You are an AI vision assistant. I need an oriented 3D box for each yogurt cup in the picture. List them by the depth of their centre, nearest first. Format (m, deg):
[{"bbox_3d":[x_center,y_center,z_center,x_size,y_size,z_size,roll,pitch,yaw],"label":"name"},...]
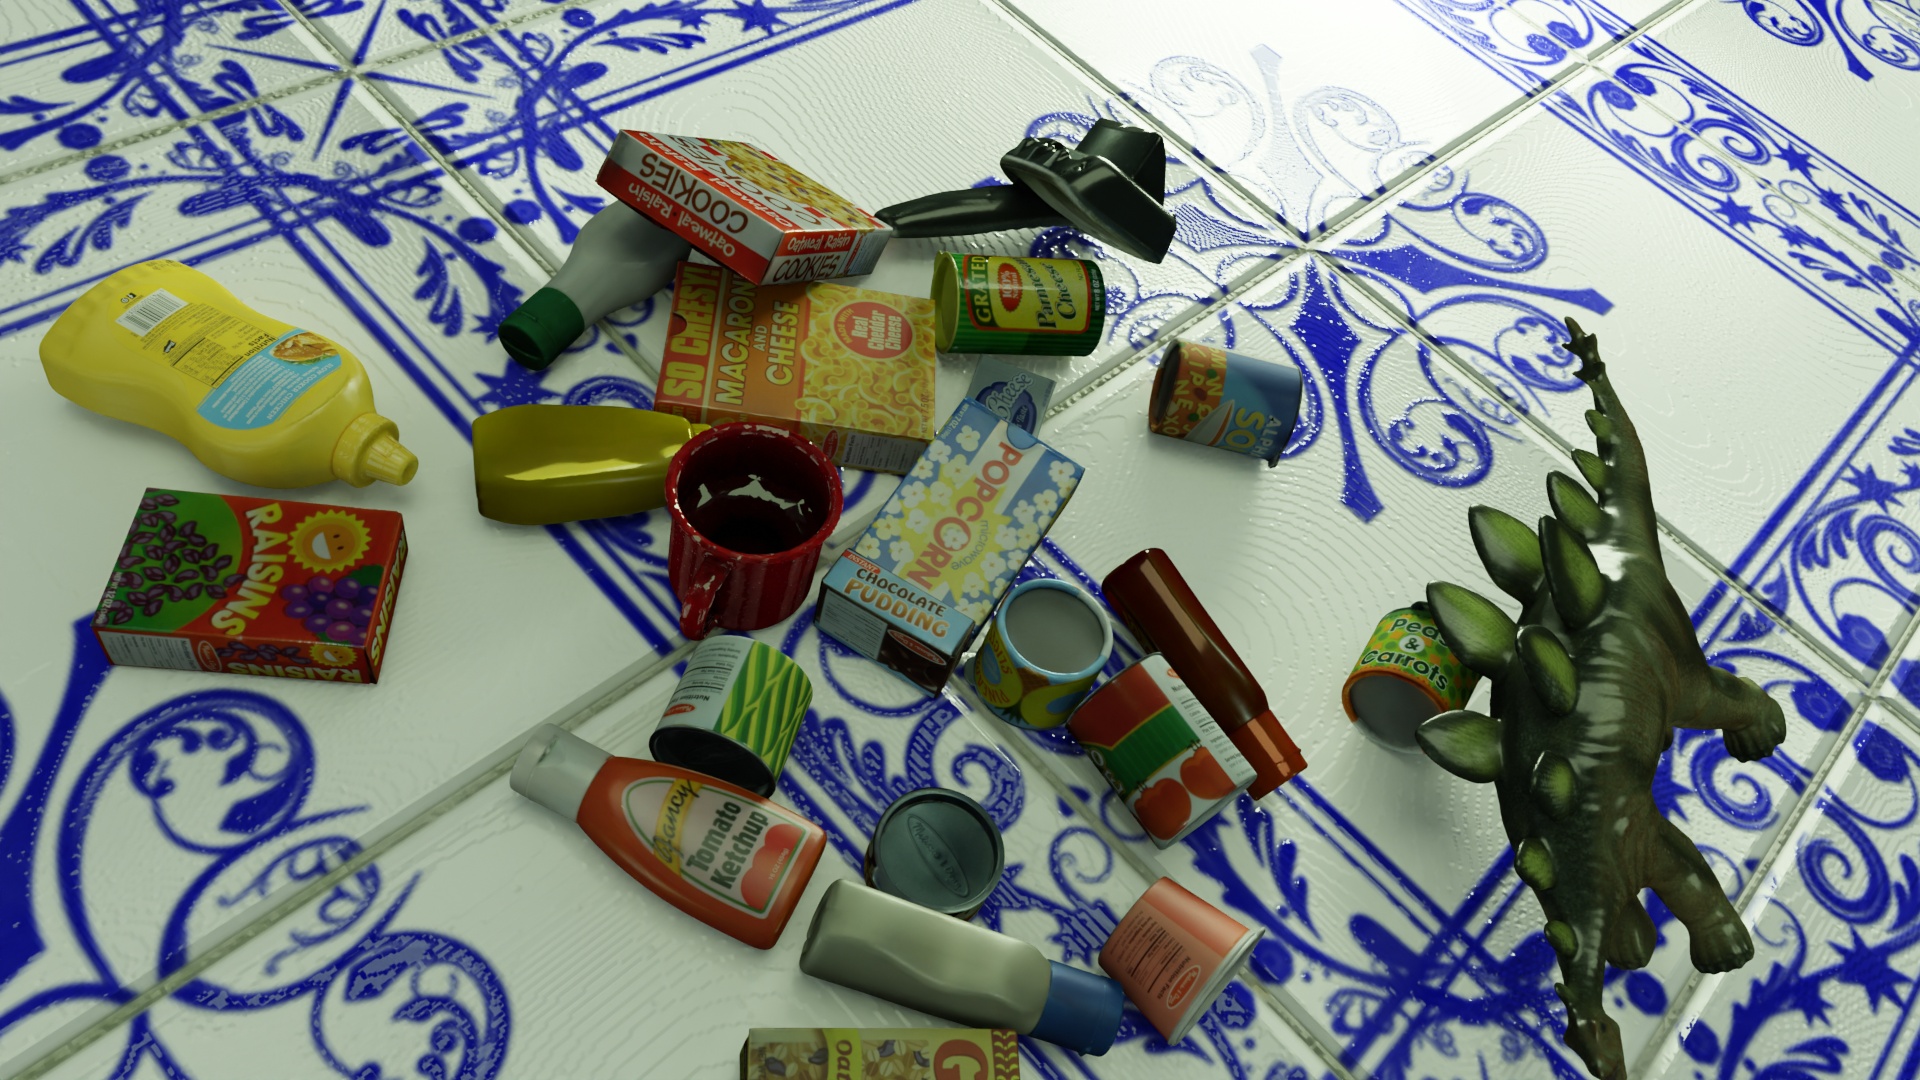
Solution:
[{"bbox_3d":[0.104,0.202,0.678,0.054,0.072,0.073,37,53,22],"label":"yogurt cup"}]

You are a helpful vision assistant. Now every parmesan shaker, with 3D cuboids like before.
[{"bbox_3d":[0.037,-0.159,0.923,0.103,0.071,0.071,-1,55,-17],"label":"parmesan shaker"}]

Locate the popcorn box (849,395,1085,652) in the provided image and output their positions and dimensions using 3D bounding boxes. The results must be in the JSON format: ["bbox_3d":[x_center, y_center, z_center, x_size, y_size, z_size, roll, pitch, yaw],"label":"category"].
[{"bbox_3d":[0.003,-0.010,0.804,0.085,0.038,0.127,32,66,6],"label":"popcorn box"}]

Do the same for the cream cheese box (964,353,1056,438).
[{"bbox_3d":[0.023,-0.070,0.881,0.053,0.024,0.104,19,51,0],"label":"cream cheese box"}]

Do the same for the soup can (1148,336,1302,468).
[{"bbox_3d":[0.173,-0.091,0.914,0.084,0.071,0.072,12,52,-6],"label":"soup can"}]

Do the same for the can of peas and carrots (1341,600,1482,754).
[{"bbox_3d":[0.263,0.080,0.809,0.071,0.070,0.059,35,54,10],"label":"can of peas and carrots"}]

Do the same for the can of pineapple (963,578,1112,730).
[{"bbox_3d":[0.043,0.063,0.767,0.071,0.057,0.071,8,53,-10],"label":"can of pineapple"}]

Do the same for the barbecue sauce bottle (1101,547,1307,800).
[{"bbox_3d":[0.138,0.075,0.786,0.043,0.065,0.149,-36,74,7],"label":"barbecue sauce bottle"}]

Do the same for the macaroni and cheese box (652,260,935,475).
[{"bbox_3d":[-0.100,-0.109,0.864,0.167,0.040,0.124,7,52,-11],"label":"macaroni and cheese box"}]

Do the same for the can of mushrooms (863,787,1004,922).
[{"bbox_3d":[-0.016,0.161,0.693,0.071,0.033,0.071,8,53,-11],"label":"can of mushrooms"}]

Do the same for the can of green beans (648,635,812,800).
[{"bbox_3d":[-0.114,0.090,0.697,0.071,0.071,0.058,21,51,0],"label":"can of green beans"}]

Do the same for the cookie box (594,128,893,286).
[{"bbox_3d":[-0.131,-0.210,0.881,0.123,0.040,0.168,33,21,10],"label":"cookie box"}]

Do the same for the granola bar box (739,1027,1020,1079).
[{"bbox_3d":[-0.032,0.295,0.585,0.124,0.038,0.166,4,53,-12],"label":"granola bar box"}]

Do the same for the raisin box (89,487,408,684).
[{"bbox_3d":[-0.350,0.023,0.696,0.123,0.039,0.086,5,52,-11],"label":"raisin box"}]

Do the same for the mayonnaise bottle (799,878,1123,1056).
[{"bbox_3d":[0.002,0.202,0.651,0.148,0.064,0.041,20,54,-6],"label":"mayonnaise bottle"}]

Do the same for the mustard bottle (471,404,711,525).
[{"bbox_3d":[-0.190,-0.044,0.785,0.160,0.048,0.065,-3,55,-18],"label":"mustard bottle"}]

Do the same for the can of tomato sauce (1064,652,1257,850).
[{"bbox_3d":[0.105,0.114,0.742,0.071,0.070,0.083,-26,68,-30],"label":"can of tomato sauce"}]

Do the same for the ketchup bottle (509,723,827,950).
[{"bbox_3d":[-0.142,0.137,0.668,0.149,0.043,0.065,26,56,4],"label":"ketchup bottle"}]

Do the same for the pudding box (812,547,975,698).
[{"bbox_3d":[-0.037,0.046,0.761,0.084,0.049,0.030,30,54,8],"label":"pudding box"}]

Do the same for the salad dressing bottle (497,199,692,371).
[{"bbox_3d":[-0.226,-0.163,0.867,0.064,0.043,0.148,28,53,11],"label":"salad dressing bottle"}]
